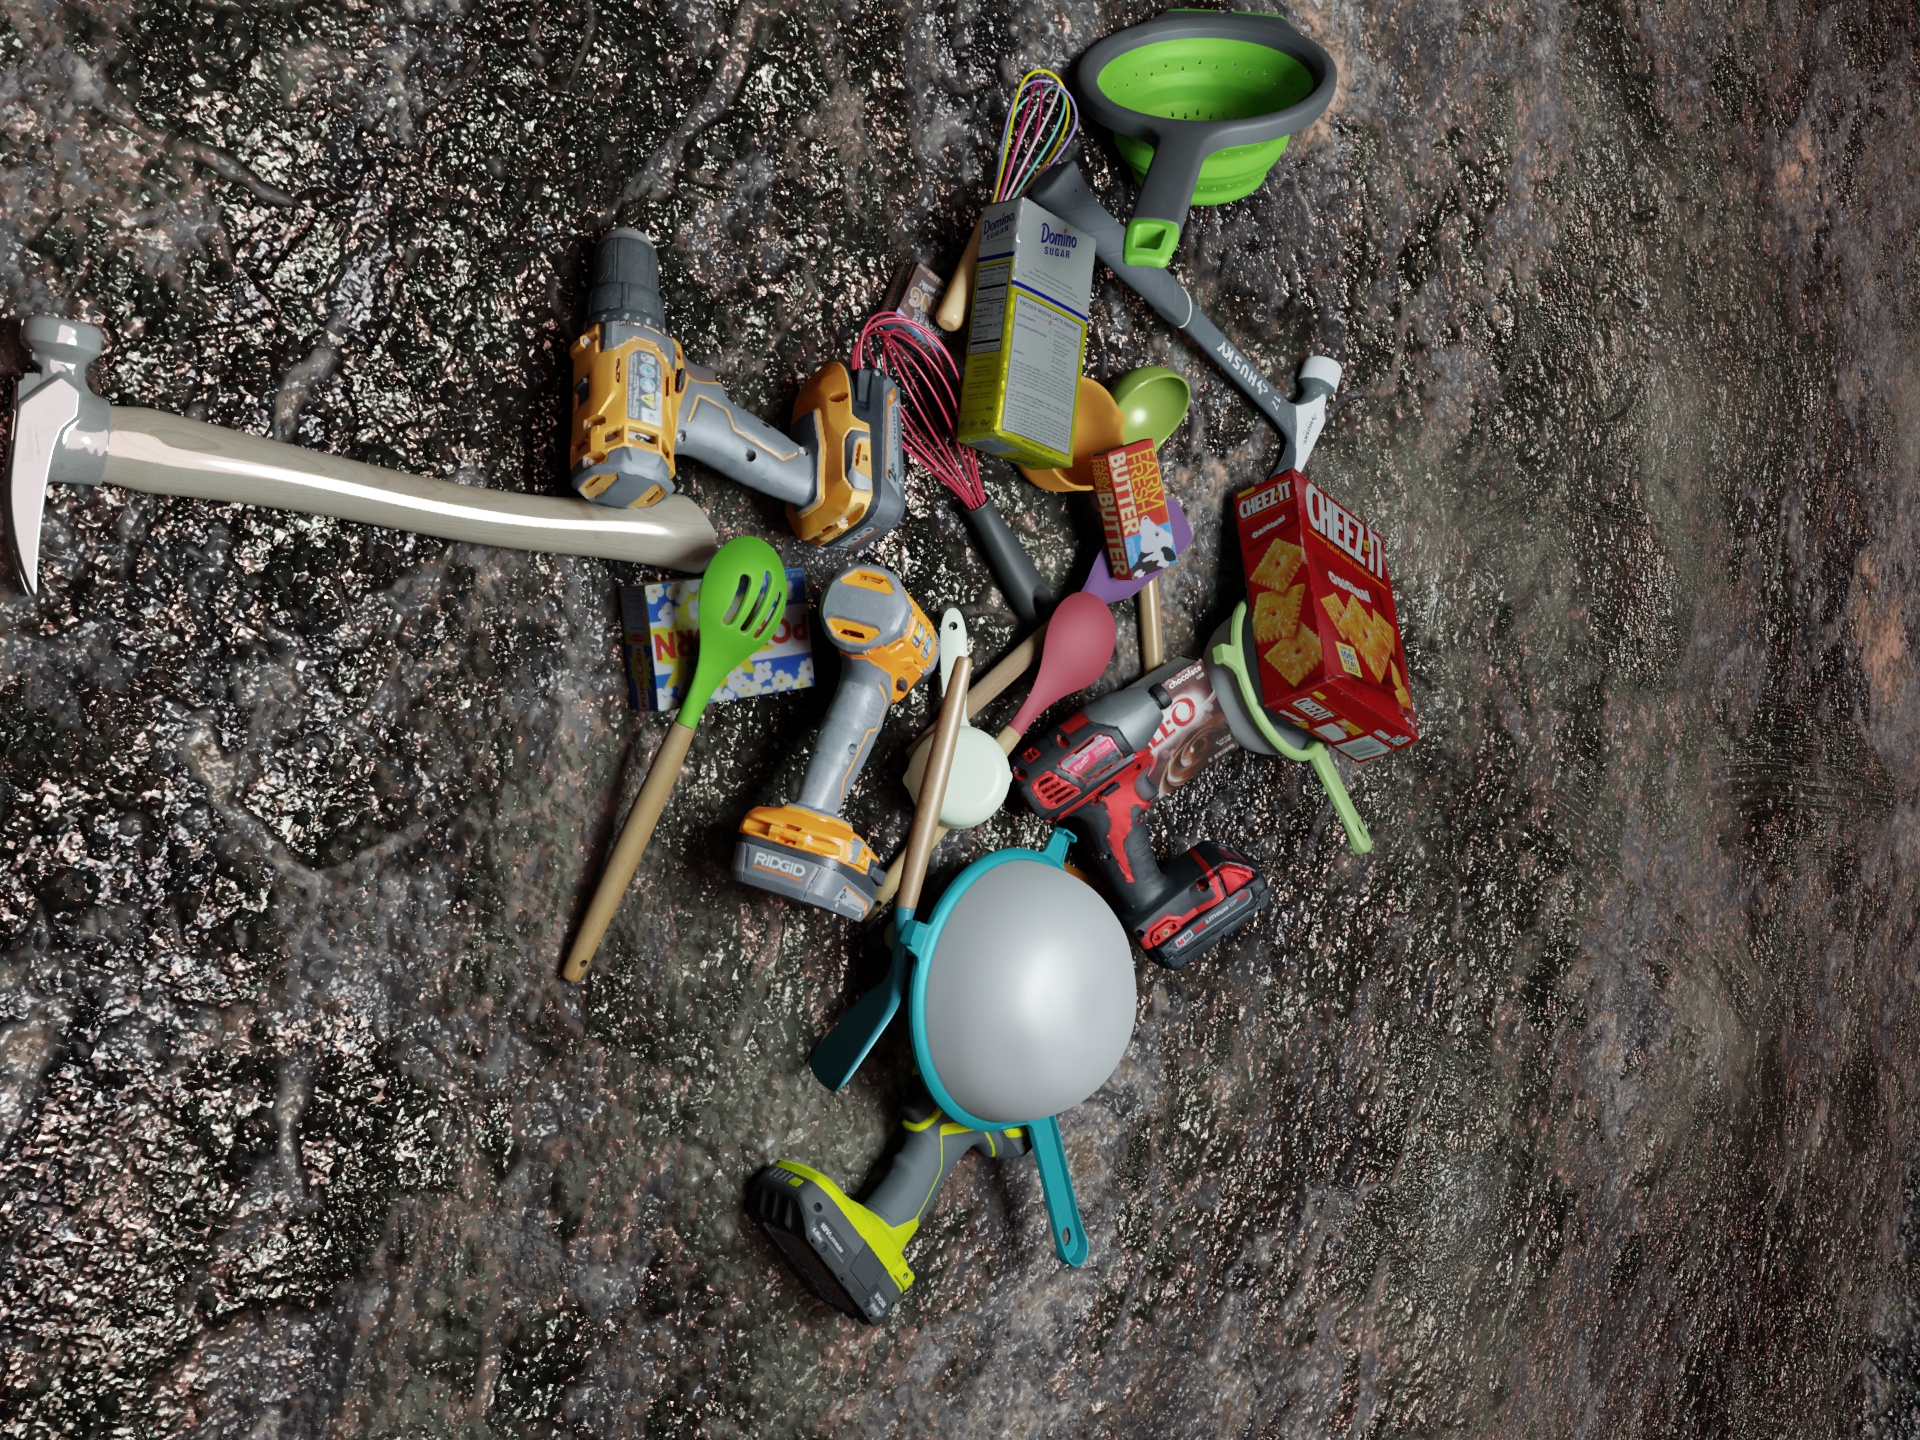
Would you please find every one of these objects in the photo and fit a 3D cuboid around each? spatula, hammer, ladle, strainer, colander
[{"bbox_3d":[0.072,-0.073,1.255,0.316,0.018,0.059,-42,118,-19],"label":"spatula"},{"bbox_3d":[0.191,-0.327,1.322,0.408,0.036,0.149,29,76,-43],"label":"hammer"},{"bbox_3d":[0.023,0.027,1.217,0.315,0.031,0.069,-51,119,-13],"label":"ladle"},{"bbox_3d":[0.079,0.262,1.177,0.211,0.095,0.340,-27,109,-44],"label":"strainer"},{"bbox_3d":[-0.334,-0.122,0.950,0.410,0.038,0.146,6,90,-38],"label":"hammer"},{"bbox_3d":[0.280,0.015,1.400,0.256,0.069,0.151,60,36,-14],"label":"strainer"},{"bbox_3d":[0.174,-0.424,1.228,0.094,0.204,0.397,86,17,-46],"label":"colander"},{"bbox_3d":[0.162,-0.133,1.327,0.078,0.062,0.320,-11,102,-30],"label":"ladle"},{"bbox_3d":[-0.043,0.106,1.136,0.044,0.082,0.317,14,89,-19],"label":"spatula"}]

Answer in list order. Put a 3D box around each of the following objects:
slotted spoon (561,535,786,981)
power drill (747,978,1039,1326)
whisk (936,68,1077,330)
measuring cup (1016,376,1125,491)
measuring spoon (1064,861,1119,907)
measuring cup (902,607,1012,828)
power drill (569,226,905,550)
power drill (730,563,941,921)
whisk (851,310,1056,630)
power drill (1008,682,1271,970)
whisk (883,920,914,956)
[{"bbox_3d":[-0.189,0.027,1.038,0.070,0.031,0.314,24,91,-45],"label":"slotted spoon"},{"bbox_3d":[-0.044,0.311,1.175,0.223,0.080,0.171,-46,119,-31],"label":"power drill"},{"bbox_3d":[0.030,-0.396,1.199,0.245,0.051,0.047,-68,155,-20],"label":"whisk"},{"bbox_3d":[0.068,-0.263,1.249,0.095,0.052,0.173,-27,107,-34],"label":"measuring cup"},{"bbox_3d":[0.090,0.131,1.313,0.116,0.011,0.021,24,70,-33],"label":"measuring spoon"},{"bbox_3d":[-0.002,-0.004,1.183,0.083,0.038,0.167,-1,84,-6],"label":"measuring cup"},{"bbox_3d":[-0.150,-0.216,1.054,0.226,0.084,0.185,10,68,-37],"label":"power drill"},{"bbox_3d":[-0.074,0.020,1.112,0.164,0.084,0.226,48,58,-72],"label":"power drill"},{"bbox_3d":[0.003,-0.179,1.201,0.073,0.073,0.295,-50,127,-25],"label":"whisk"},{"bbox_3d":[0.149,0.080,1.279,0.143,0.079,0.219,-36,109,0],"label":"power drill"},{"bbox_3d":[0.041,0.193,1.258,0.246,0.058,0.059,20,46,-34],"label":"whisk"}]
